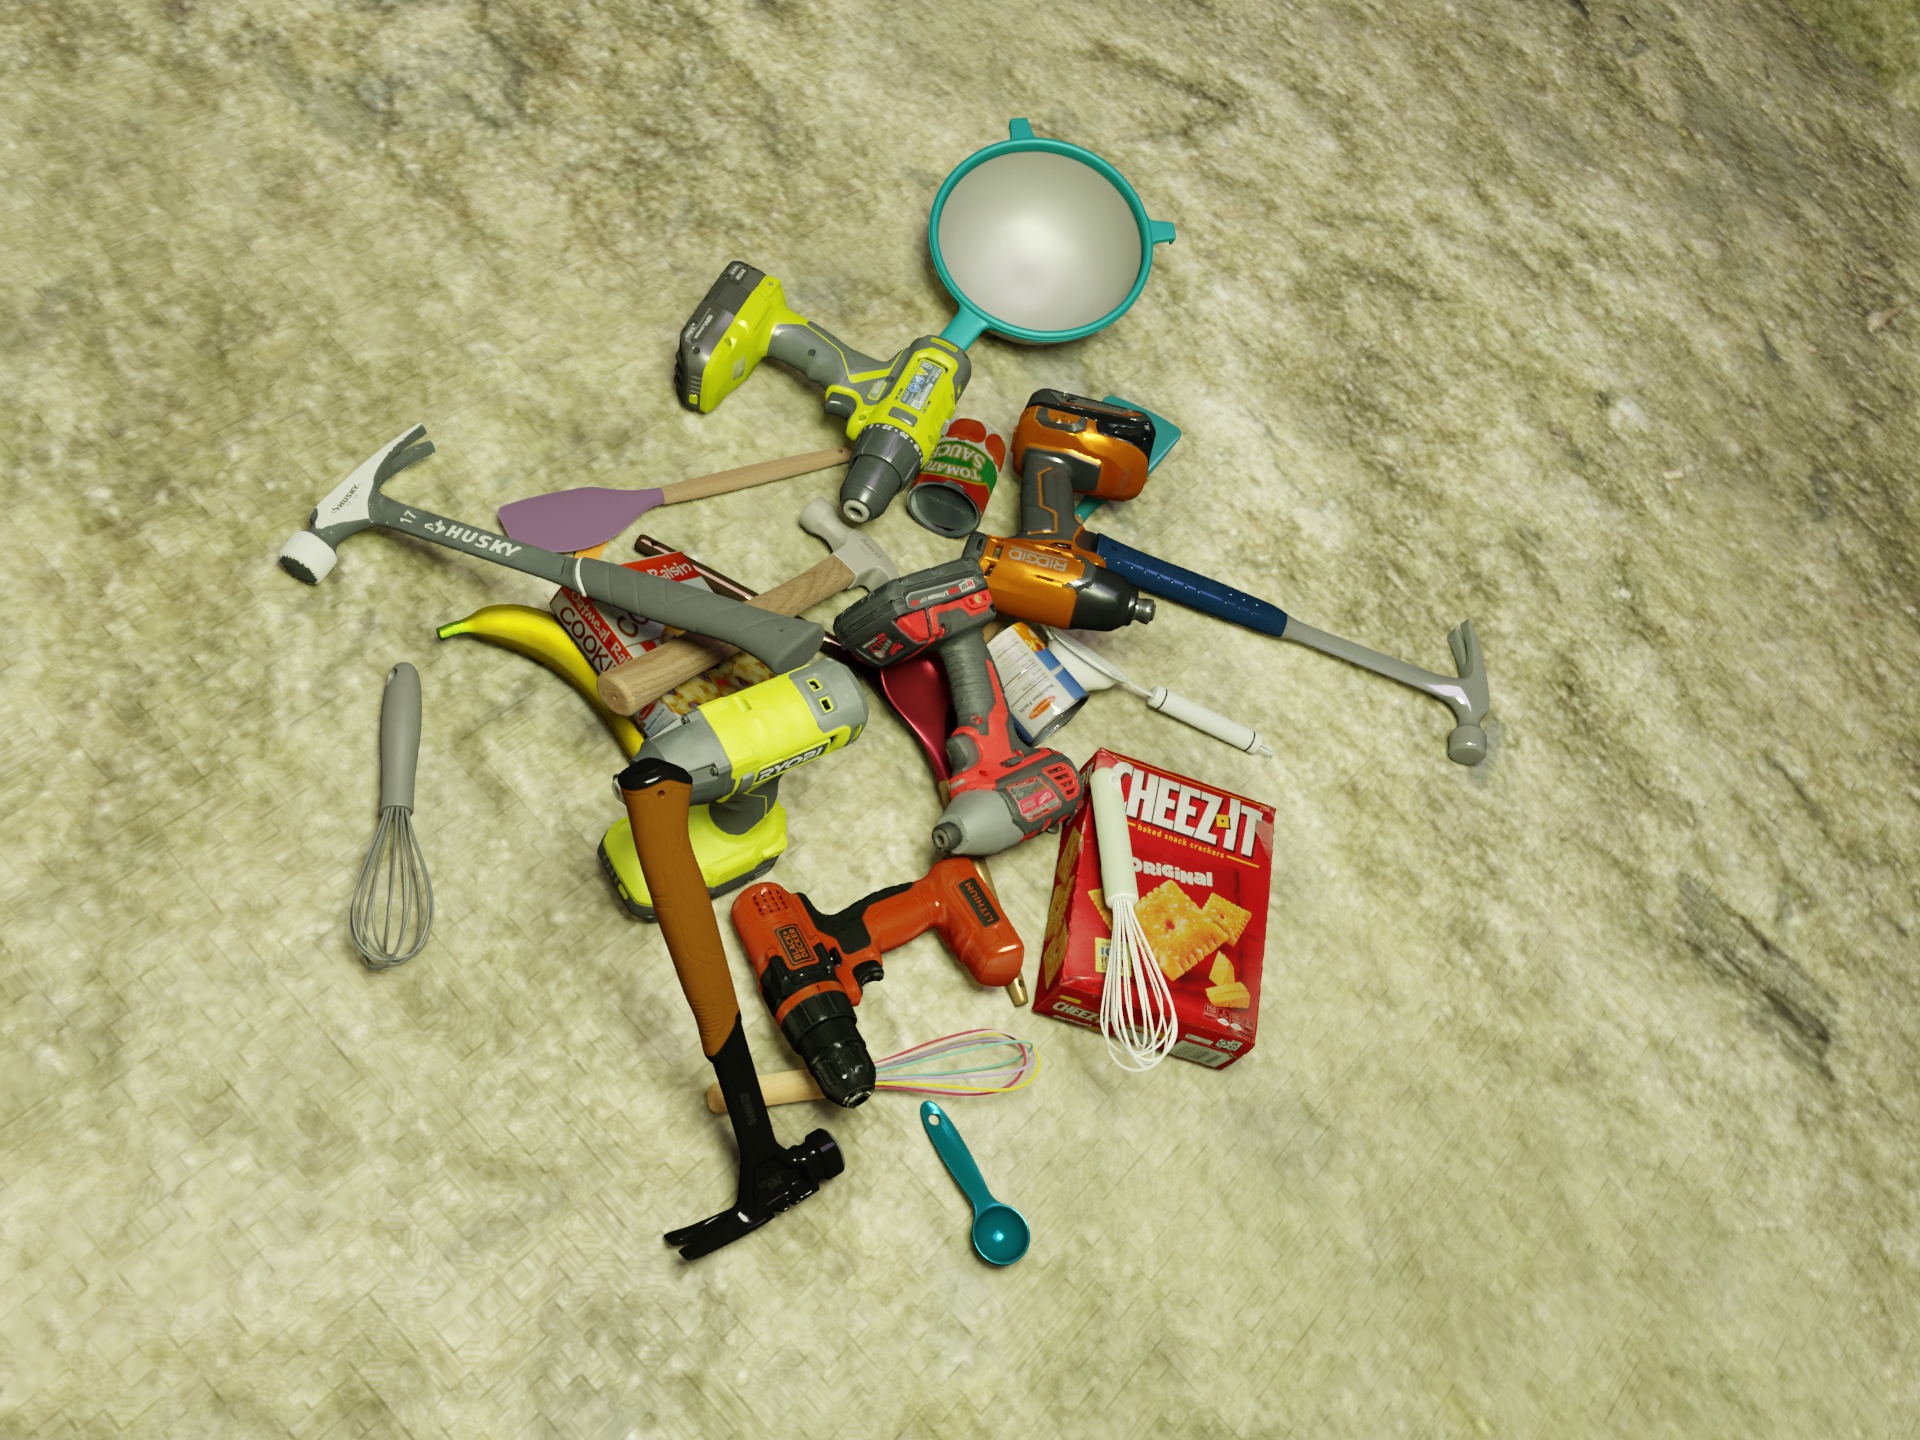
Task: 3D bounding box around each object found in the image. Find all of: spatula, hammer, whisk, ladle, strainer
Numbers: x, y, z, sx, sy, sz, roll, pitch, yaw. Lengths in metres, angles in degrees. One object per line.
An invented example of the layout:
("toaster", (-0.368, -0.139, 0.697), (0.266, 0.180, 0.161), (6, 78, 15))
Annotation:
("spatula", (-0.223, -0.189, 1.314), (0.316, 0.018, 0.060), (-19, 66, -31))
("hammer", (-0.285, -0.112, 1.143), (0.409, 0.036, 0.149), (18, 60, 17))
("hammer", (0.305, -0.088, 1.459), (0.405, 0.035, 0.144), (20, 58, -10))
("hammer", (-0.163, 0.180, 1.000), (0.127, 0.034, 0.336), (-25, 117, -29))
("whisk", (-0.389, 0.060, 1.100), (0.055, 0.055, 0.239), (3, 58, -20))
("ladle", (-0.001, 0.071, 1.247), (0.069, 0.031, 0.316), (-7, 71, -35))
("spatula", (0.090, -0.171, 1.416), (0.082, 0.044, 0.318), (29, 57, 12))
("whisk", (0.120, 0.141, 1.172), (0.057, 0.059, 0.247), (32, 41, -42))
("whisk", (-0.056, 0.253, 1.127), (0.245, 0.051, 0.047), (-4, 70, -20))
("strainer", (0.033, -0.389, 1.498), (0.211, 0.095, 0.340), (37, 76, 4))
("hammer", (-0.154, -0.077, 1.217), (0.130, 0.031, 0.331), (43, 38, 7))
("strainer", (0.161, -0.021, 1.364), (0.258, 0.050, 0.087), (25, 13, -13))

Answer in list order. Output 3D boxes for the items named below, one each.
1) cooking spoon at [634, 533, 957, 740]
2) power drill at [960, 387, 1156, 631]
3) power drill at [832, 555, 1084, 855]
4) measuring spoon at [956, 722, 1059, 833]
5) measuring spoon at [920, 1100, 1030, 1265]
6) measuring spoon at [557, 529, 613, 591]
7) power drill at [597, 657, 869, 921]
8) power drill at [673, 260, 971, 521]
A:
("cooking spoon", (-0.120, -0.070, 1.293), (0.319, 0.017, 0.069), (29, 57, -5))
("power drill", (0.100, -0.169, 1.345), (0.164, 0.084, 0.227), (15, 54, 5))
("power drill", (-0.002, -0.004, 1.219), (0.143, 0.078, 0.220), (-23, 86, -43))
("measuring spoon", (0.043, 0.040, 1.289), (0.034, 0.018, 0.124), (-36, 87, -34))
("measuring spoon", (0.005, 0.328, 1.128), (0.042, 0.021, 0.129), (-19, 62, -28))
("measuring spoon", (-0.295, -0.134, 1.266), (0.021, 0.011, 0.117), (20, 54, -9))
("power drill", (-0.170, 0.051, 1.083), (0.171, 0.223, 0.080), (-24, 73, -30))
("power drill", (-0.123, -0.279, 1.354), (0.228, 0.080, 0.191), (25, 60, 1))
